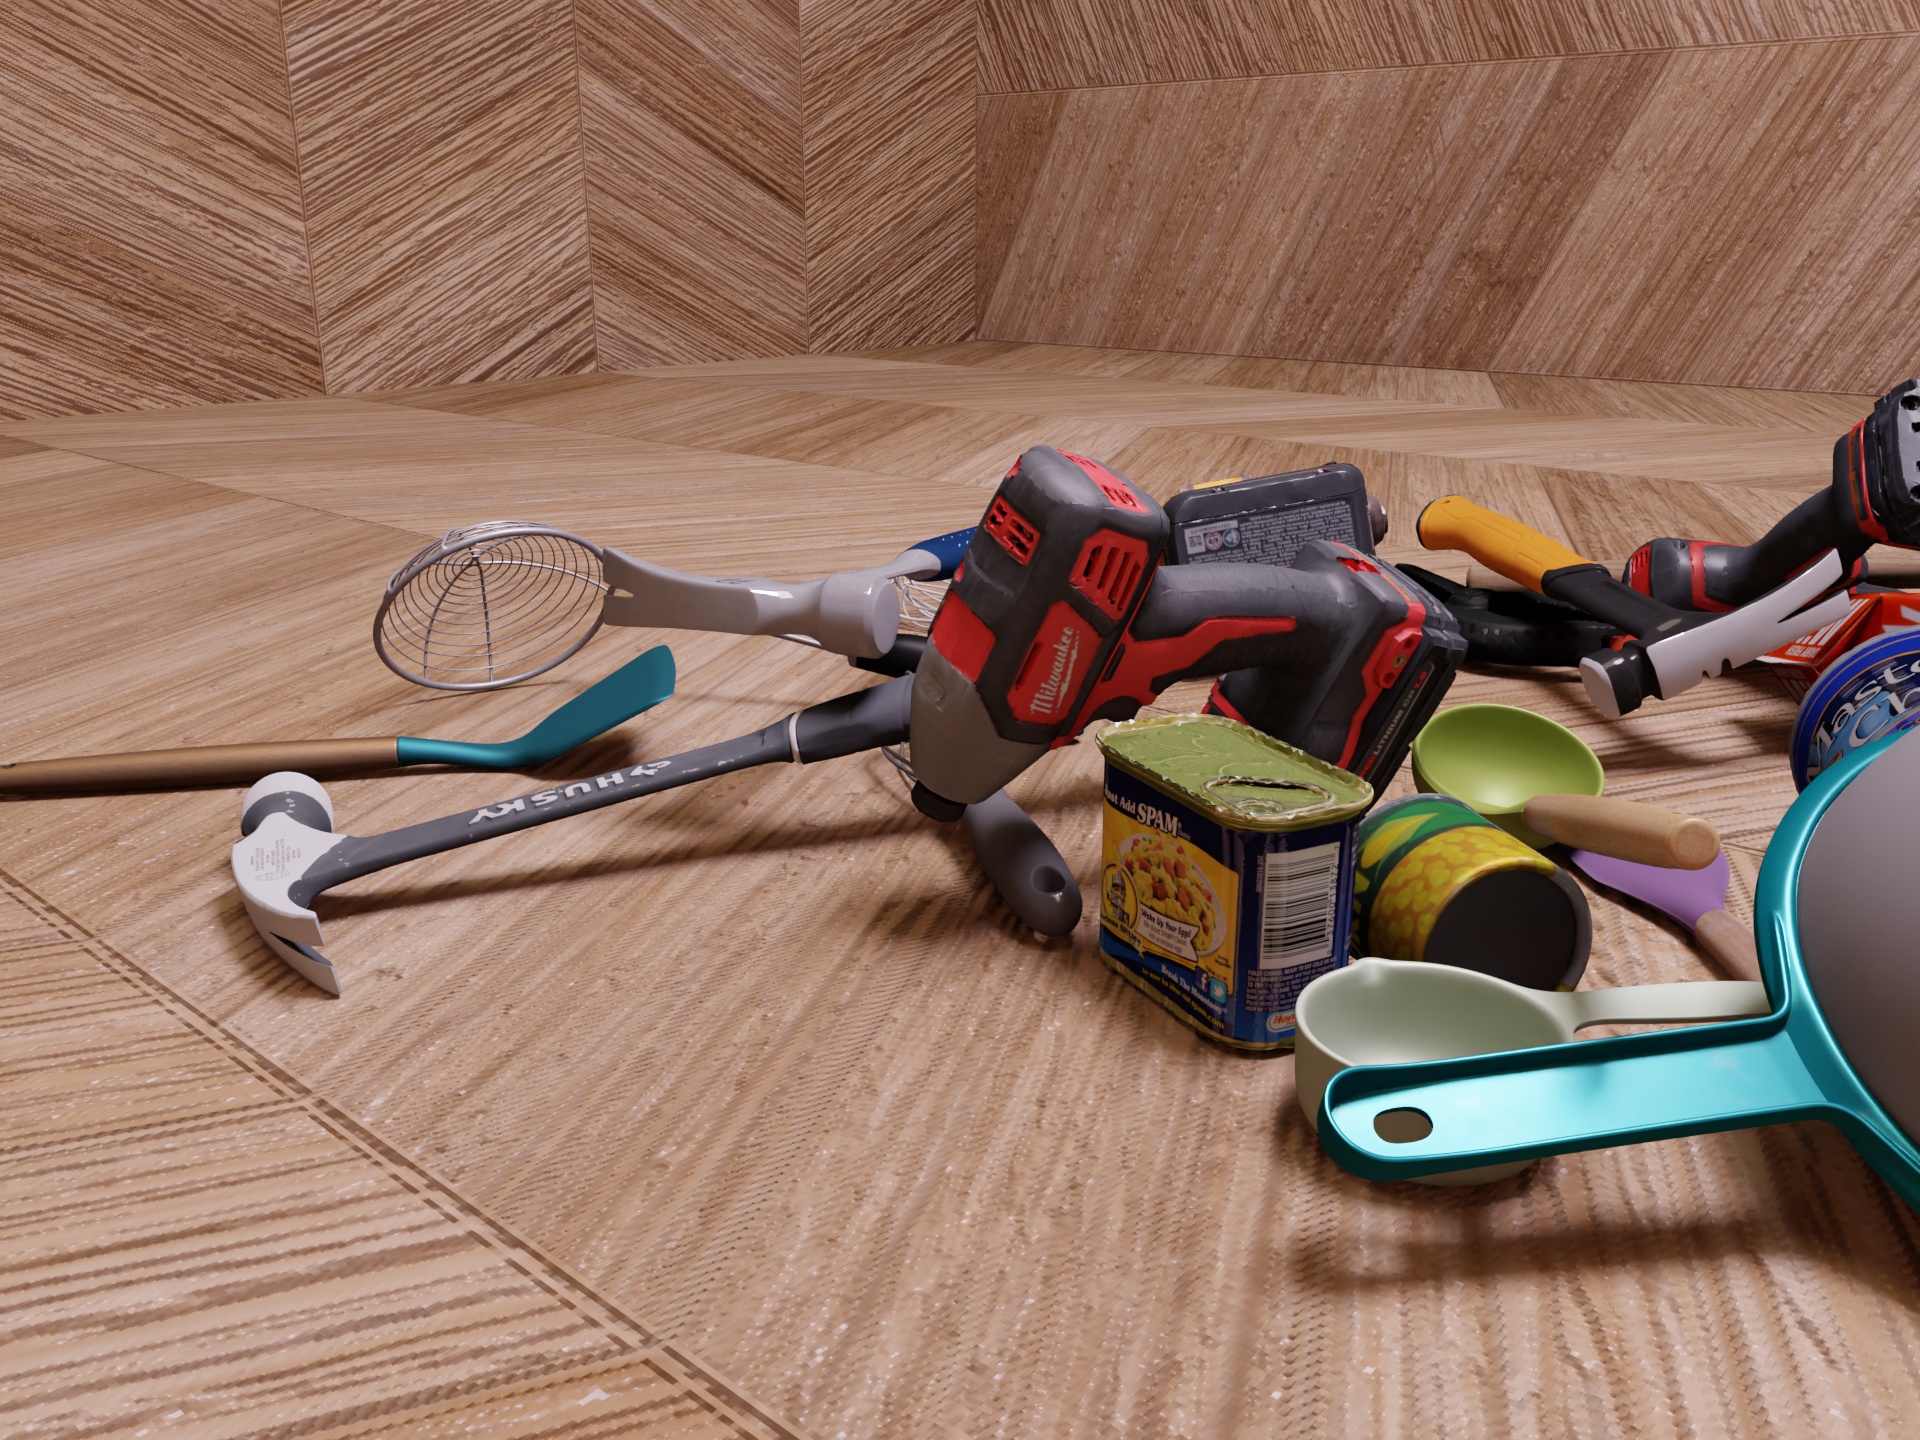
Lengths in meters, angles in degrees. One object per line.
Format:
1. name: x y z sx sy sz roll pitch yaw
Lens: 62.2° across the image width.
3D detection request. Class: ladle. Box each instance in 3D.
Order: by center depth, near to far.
1. ladle: 0.206 0.021 0.542 0.078 0.062 0.320 11 1 10

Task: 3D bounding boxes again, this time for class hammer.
1. hammer: -0.082 0.012 0.648 0.409 0.036 0.149 -16 24 -16
2. hammer: -0.032 -0.083 0.839 0.144 0.035 0.405 7 13 19
3. hammer: 0.344 -0.087 0.897 0.127 0.034 0.337 -24 18 2
4. hammer: 0.494 -0.091 1.006 0.331 0.031 0.129 0 -22 27

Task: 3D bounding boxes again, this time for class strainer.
1. strainer: 0.257 0.056 0.384 0.340 0.095 0.211 -7 47 -5

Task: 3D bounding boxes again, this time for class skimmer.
1. skimmer: -0.121 -0.029 0.841 0.363 0.127 0.090 14 57 5

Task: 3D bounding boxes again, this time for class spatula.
1. spatula: 0.275 0.082 0.550 0.060 0.018 0.316 -6 17 3
2. spatula: -0.294 0.006 0.754 0.317 0.044 0.082 -5 22 -11

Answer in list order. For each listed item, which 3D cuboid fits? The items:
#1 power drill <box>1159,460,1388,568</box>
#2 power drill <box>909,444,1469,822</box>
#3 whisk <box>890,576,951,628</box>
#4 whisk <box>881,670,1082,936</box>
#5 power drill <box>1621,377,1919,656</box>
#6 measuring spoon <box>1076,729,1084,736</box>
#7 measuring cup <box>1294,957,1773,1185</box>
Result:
1. power drill: 0.197 -0.113 0.998 0.185 0.084 0.226 -10 5 0
2. power drill: 0.082 -0.016 0.617 0.219 0.143 0.079 8 28 -38
3. whisk: 0.049 -0.064 0.984 0.246 0.057 0.059 18 59 38
4. whisk: 0.008 0.030 0.680 0.055 0.055 0.239 -5 22 -14
5. power drill: 0.499 -0.088 0.860 0.188 0.080 0.226 8 -18 -10
6. measuring spoon: -0.001 -0.003 0.811 0.128 0.021 0.042 0 18 7
7. measuring cup: 0.178 0.100 0.466 0.167 0.038 0.083 -2 17 -13
